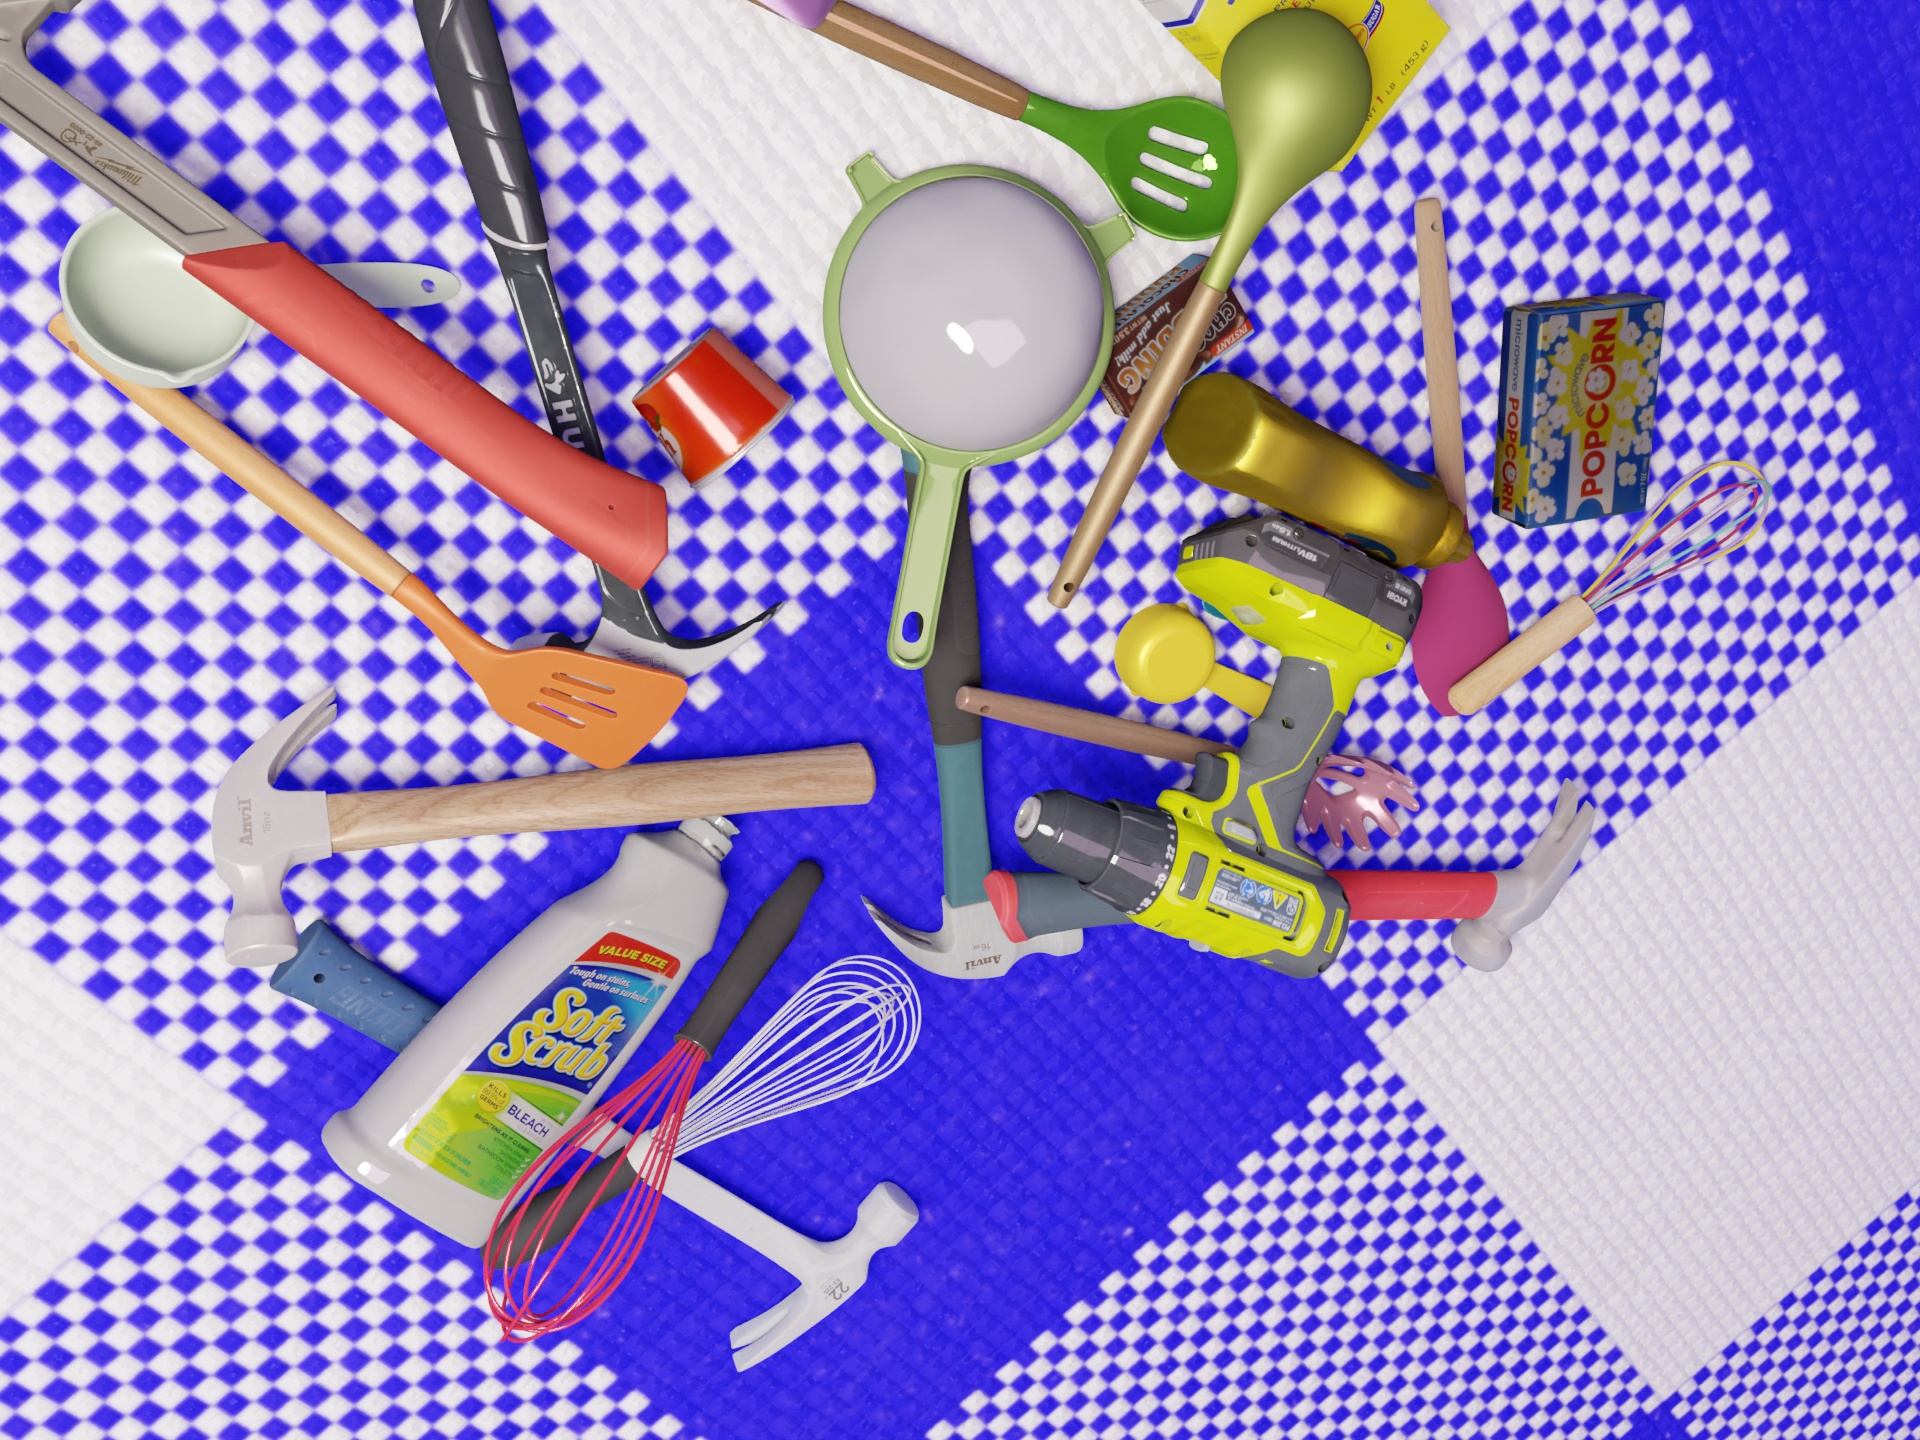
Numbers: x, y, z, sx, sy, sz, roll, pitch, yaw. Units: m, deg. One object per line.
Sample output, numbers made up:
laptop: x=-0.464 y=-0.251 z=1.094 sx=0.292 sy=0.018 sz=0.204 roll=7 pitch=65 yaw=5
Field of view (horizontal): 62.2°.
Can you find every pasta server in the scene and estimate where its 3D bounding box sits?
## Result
pasta server: x=0.138 y=0.022 z=0.925 sx=0.316 sy=0.040 sz=0.060 roll=13 pitch=121 yaw=-29

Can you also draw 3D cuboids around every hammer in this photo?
hammer: x=-0.281 y=-0.167 z=0.675 sx=0.359 sy=0.037 sz=0.149 roll=37 pitch=74 yaw=-14
hammer: x=0.200 y=0.094 z=0.953 sx=0.386 sy=0.038 sz=0.143 roll=2 pitch=128 yaw=-22
hammer: x=-0.193 y=-0.201 z=0.723 sx=0.149 sy=0.036 sz=0.408 roll=-5 pitch=112 yaw=19
hammer: x=-0.001 y=-0.003 z=0.891 sx=0.128 sy=0.033 sz=0.330 roll=-11 pitch=112 yaw=-15
hammer: x=-0.202 y=0.039 z=0.815 sx=0.331 sy=0.130 sz=0.031 roll=-5 pitch=156 yaw=-25
hammer: x=-0.212 y=0.243 z=0.914 sx=0.405 sy=0.035 sz=0.144 roll=40 pitch=94 yaw=-26

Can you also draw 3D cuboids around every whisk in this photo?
whisk: x=0.403 y=-0.078 z=0.980 sx=0.245 sy=0.051 sz=0.047 roll=-36 pitch=123 yaw=-4
whisk: x=-0.146 y=0.221 z=0.880 sx=0.284 sy=0.070 sz=0.070 roll=-33 pitch=116 yaw=1
whisk: x=-0.151 y=0.187 z=0.828 sx=0.073 sy=0.073 sz=0.296 roll=51 pitch=53 yaw=-26

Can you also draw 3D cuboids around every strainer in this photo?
strainer: x=0.000 y=-0.150 z=0.783 sx=0.151 sy=0.069 sz=0.256 roll=10 pitch=93 yaw=-11

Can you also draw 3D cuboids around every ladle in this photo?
ladle: x=0.114 y=-0.202 z=0.817 sx=0.078 sy=0.062 sz=0.320 roll=18 pitch=115 yaw=-17

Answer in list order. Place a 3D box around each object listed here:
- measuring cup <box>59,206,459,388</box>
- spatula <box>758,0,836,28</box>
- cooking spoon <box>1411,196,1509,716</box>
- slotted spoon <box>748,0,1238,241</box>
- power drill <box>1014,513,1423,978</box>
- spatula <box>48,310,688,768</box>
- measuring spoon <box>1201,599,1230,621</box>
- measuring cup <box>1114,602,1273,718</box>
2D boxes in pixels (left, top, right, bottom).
measuring cup: x=-0.314 y=-0.191 z=0.721 sx=0.167 sy=0.038 sz=0.083 roll=-12 pitch=89 yaw=-33
spatula: x=-0.015 y=-0.467 z=0.714 sx=0.059 sy=0.018 sz=0.316 roll=27 pitch=97 yaw=-19
cooking spoon: x=0.289 y=-0.145 z=0.938 sx=0.068 sy=0.017 sz=0.318 roll=-19 pitch=115 yaw=-11
slotted spoon: x=0.008 y=-0.315 z=0.781 sx=0.313 sy=0.031 sz=0.070 roll=16 pitch=104 yaw=-20
power drill: x=0.145 y=0.009 z=0.867 sx=0.190 sy=0.080 sz=0.228 roll=22 pitch=82 yaw=-18
spatula: x=-0.278 y=-0.083 z=0.746 sx=0.322 sy=0.041 sz=0.081 roll=39 pitch=126 yaw=-11
measuring spoon: x=0.202 y=-0.065 z=0.946 sx=0.128 sy=0.021 sz=0.042 roll=6 pitch=100 yaw=-10
measuring cup: x=0.162 y=-0.018 z=0.938 sx=0.156 sy=0.029 sz=0.062 roll=24 pitch=101 yaw=-21
